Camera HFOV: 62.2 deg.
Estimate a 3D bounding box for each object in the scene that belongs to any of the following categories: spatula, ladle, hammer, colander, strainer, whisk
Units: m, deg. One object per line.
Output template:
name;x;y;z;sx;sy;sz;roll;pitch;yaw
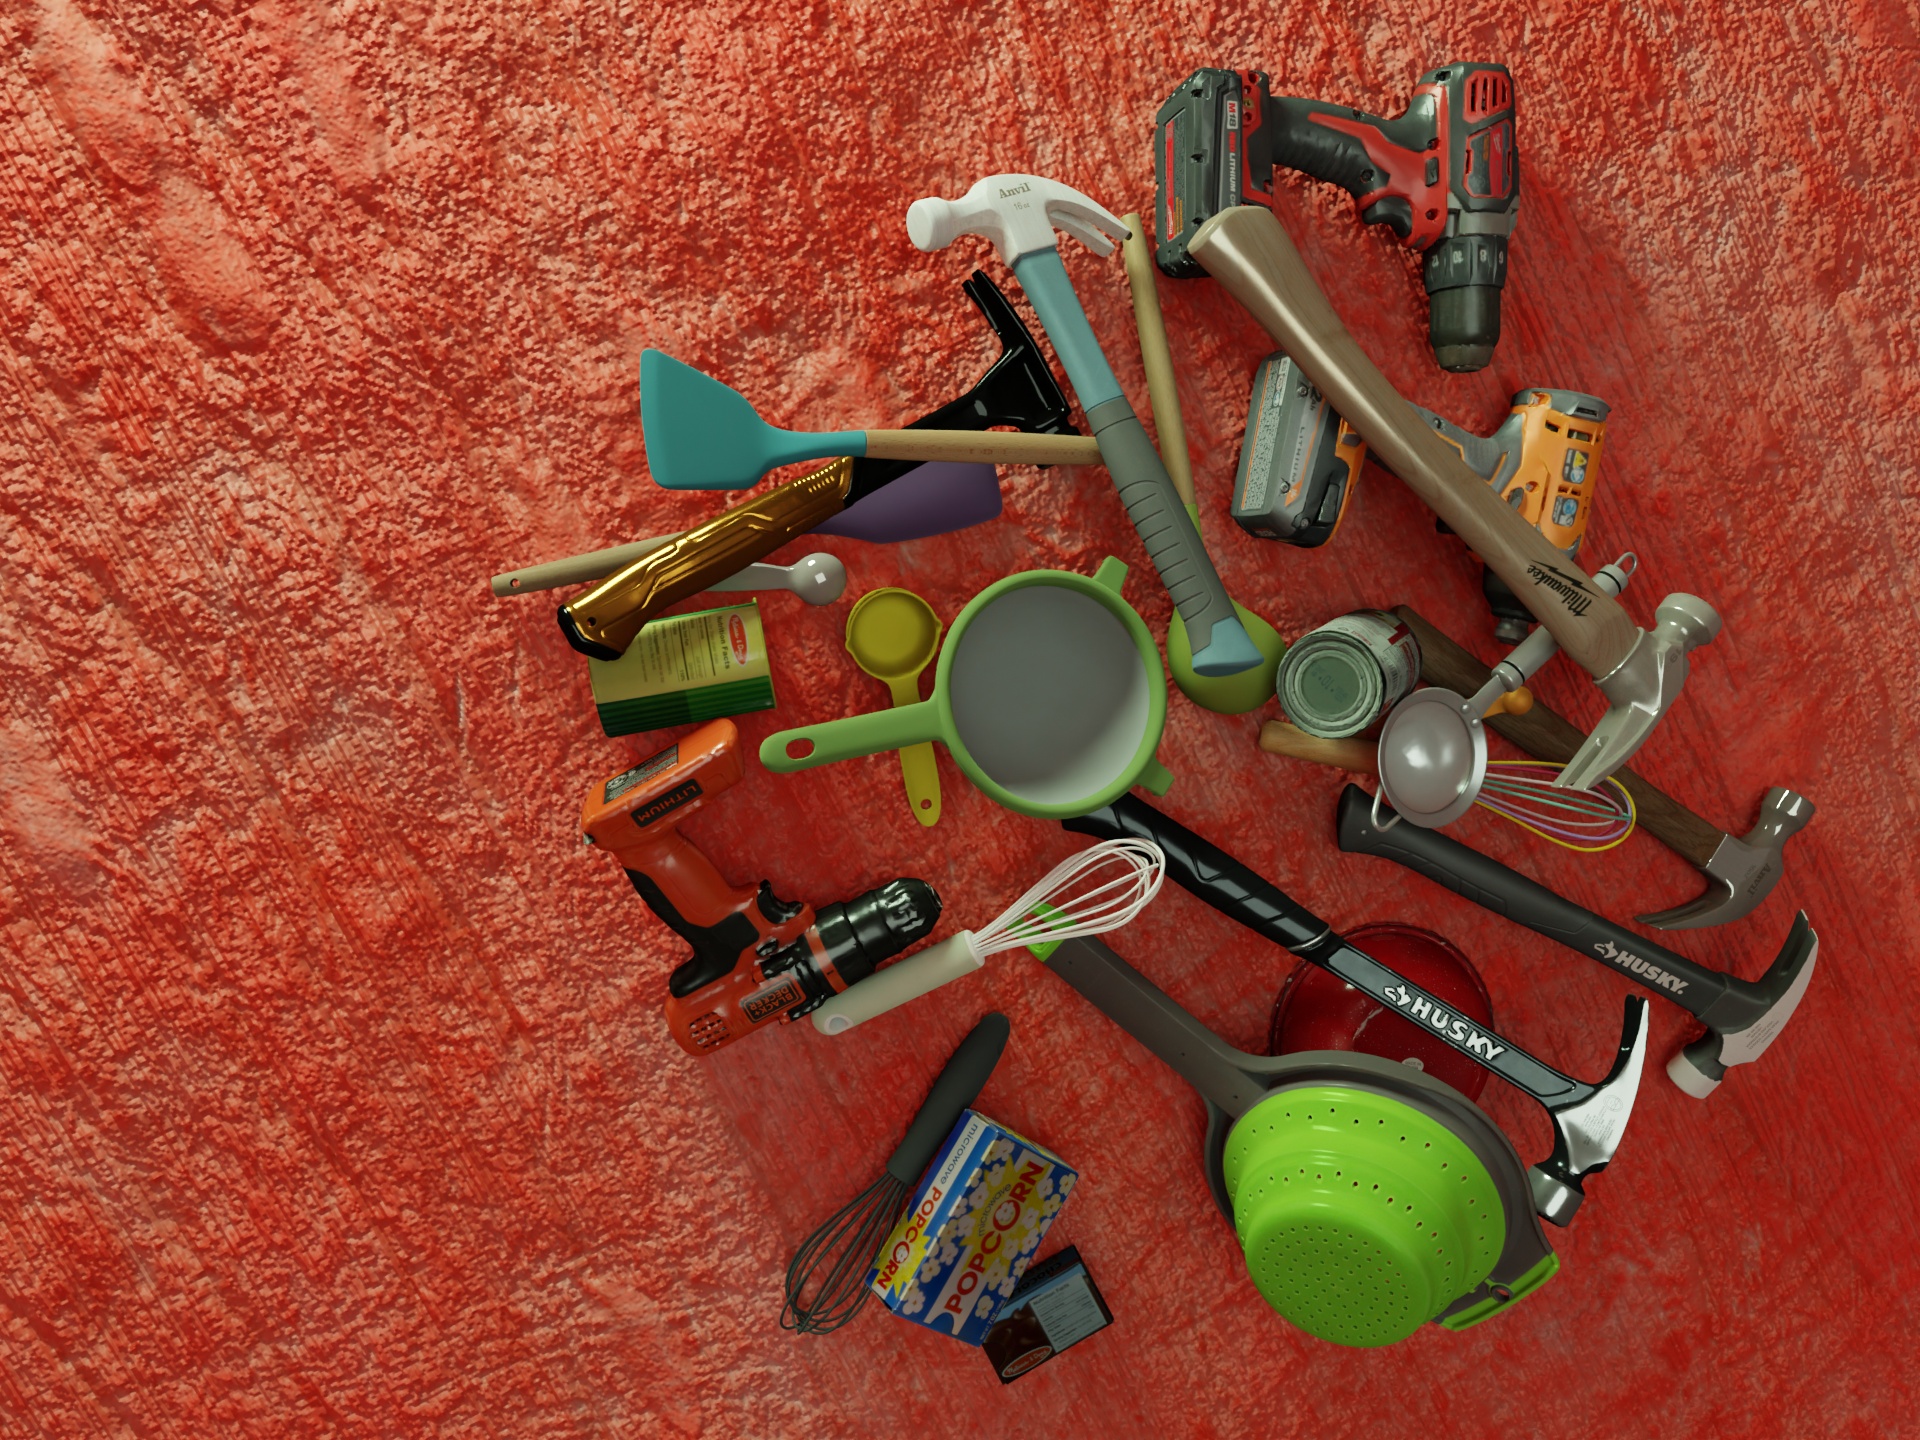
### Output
spatula;-0.028;-0.163;0.922;0.317;0.044;0.082;-2;74;-20
ladle;0.143;-0.161;1.003;0.062;0.078;0.320;-9;87;-51
hammer;0.092;-0.175;0.950;0.128;0.033;0.331;-24;87;-27
hammer;-0.089;-0.140;0.943;0.337;0.034;0.127;-32;99;-16
spatula;-0.129;-0.118;0.977;0.316;0.018;0.060;-14;96;-8
colander;0.175;0.260;0.978;0.397;0.094;0.204;39;128;3
hammer;0.396;0.126;1.047;0.334;0.035;0.146;27;119;-5
strainer;-0.002;-0.003;0.965;0.256;0.069;0.151;-12;90;-18
whisk;0.015;0.137;0.985;0.246;0.059;0.057;-27;127;10
hammer;0.280;-0.136;0.940;0.410;0.038;0.146;42;79;-13
whisk;0.313;0.039;1.024;0.245;0.051;0.047;13;112;4
hammer;0.239;0.143;0.999;0.409;0.036;0.149;32;87;4
hammer;0.412;0.028;1.062;0.331;0.031;0.130;33;89;-9
whisk;-0.040;0.287;1.009;0.055;0.055;0.239;35;85;-10
strainer;0.336;-0.021;0.995;0.258;0.050;0.086;-41;108;-11

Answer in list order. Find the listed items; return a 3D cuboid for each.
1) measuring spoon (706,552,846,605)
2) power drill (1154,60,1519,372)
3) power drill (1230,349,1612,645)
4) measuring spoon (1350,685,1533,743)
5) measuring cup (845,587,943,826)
measuring spoon;-0.129;-0.085;0.969;0.124;0.018;0.034;1;116;-15
power drill;0.241;-0.312;0.990;0.226;0.080;0.188;-2;95;-11
power drill;0.293;-0.142;1.008;0.226;0.084;0.164;9;94;-13
measuring spoon;0.311;-0.001;1.030;0.117;0.011;0.021;-13;108;16
measuring cup;-0.035;-0.009;1.001;0.062;0.029;0.156;-13;108;-9
